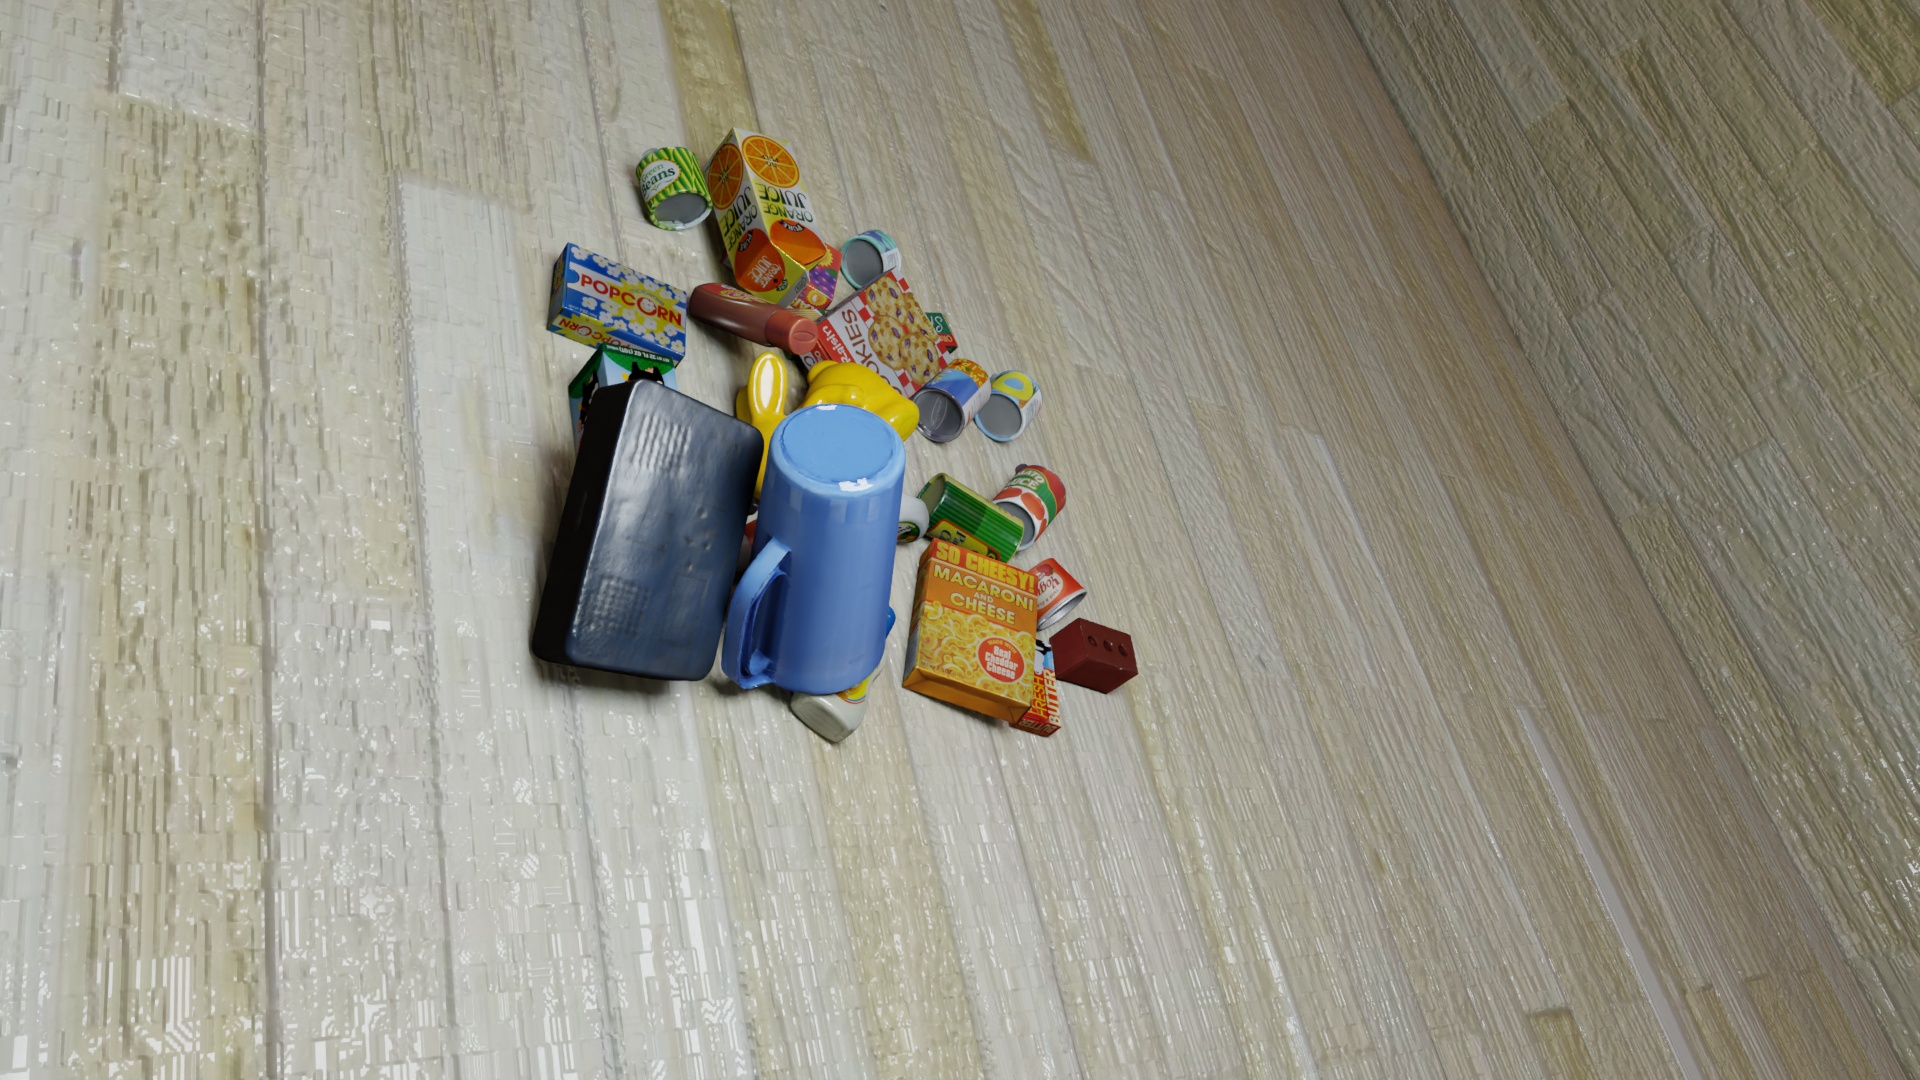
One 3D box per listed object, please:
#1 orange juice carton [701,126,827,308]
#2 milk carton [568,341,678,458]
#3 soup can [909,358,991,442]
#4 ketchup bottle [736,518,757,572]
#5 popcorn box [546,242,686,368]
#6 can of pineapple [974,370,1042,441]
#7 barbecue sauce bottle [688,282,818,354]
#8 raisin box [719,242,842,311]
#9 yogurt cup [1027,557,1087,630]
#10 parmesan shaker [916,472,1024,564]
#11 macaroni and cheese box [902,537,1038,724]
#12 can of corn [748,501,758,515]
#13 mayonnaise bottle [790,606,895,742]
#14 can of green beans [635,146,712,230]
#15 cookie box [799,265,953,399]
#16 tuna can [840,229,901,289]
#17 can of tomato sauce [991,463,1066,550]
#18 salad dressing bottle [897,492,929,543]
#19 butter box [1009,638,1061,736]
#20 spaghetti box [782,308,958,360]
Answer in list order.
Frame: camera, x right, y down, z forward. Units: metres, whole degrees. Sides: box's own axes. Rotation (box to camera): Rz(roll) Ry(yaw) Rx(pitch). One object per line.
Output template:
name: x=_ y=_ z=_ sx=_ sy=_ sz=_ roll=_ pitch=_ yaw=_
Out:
orange juice carton: x=-0.198 y=-0.324 z=1.433 sx=0.073 sy=0.071 sz=0.193 roll=2 pitch=60 yaw=-42
milk carton: x=-0.285 y=-0.071 z=1.208 sx=0.072 sy=0.073 sz=0.191 roll=9 pitch=55 yaw=-39
soup can: x=-0.013 y=-0.159 z=1.552 sx=0.071 sy=0.071 sz=0.084 roll=46 pitch=38 yaw=-7
ketchup bottle: x=-0.175 y=0.005 z=1.279 sx=0.149 sy=0.043 sz=0.065 roll=-11 pitch=66 yaw=-48
popcorn box: x=-0.323 y=-0.218 z=1.316 sx=0.127 sy=0.038 sz=0.085 roll=20 pitch=49 yaw=-33
can of pineapple: x=0.054 y=-0.157 z=1.616 sx=0.071 sy=0.070 sz=0.058 roll=46 pitch=39 yaw=-6
barbecue sauce bottle: x=-0.200 y=-0.217 z=1.364 sx=0.149 sy=0.043 sz=0.065 roll=25 pitch=17 yaw=39
raisin box: x=-0.194 y=-0.307 z=1.513 sx=0.123 sy=0.040 sz=0.086 roll=28 pitch=43 yaw=-24
yogurt cup: x=0.094 y=0.055 z=1.488 sx=0.073 sy=0.072 sz=0.054 roll=-20 pitch=67 yaw=-50
parmesan shaker: x=0.005 y=-0.018 z=1.460 sx=0.103 sy=0.071 sz=0.072 roll=30 pitch=43 yaw=-23
macaroni and cheese box: x=0.012 y=0.088 z=1.382 sx=0.124 sy=0.040 sz=0.167 roll=21 pitch=45 yaw=-15
can of corn: x=-0.223 y=-0.051 z=1.257 sx=0.071 sy=0.071 sz=0.058 roll=8 pitch=55 yaw=-41
mayonnaise bottle: x=-0.100 y=0.113 z=1.268 sx=0.064 sy=0.041 sz=0.149 roll=39 pitch=40 yaw=-11
can of green beans: x=-0.296 y=-0.363 z=1.435 sx=0.071 sy=0.071 sz=0.058 roll=0 pitch=61 yaw=-44
cookie box: x=-0.092 y=-0.204 z=1.489 sx=0.122 sy=0.040 sz=0.168 roll=58 pitch=44 yaw=-15
tuna can: x=-0.105 y=-0.321 z=1.591 sx=0.071 sy=0.070 sz=0.033 roll=52 pitch=39 yaw=1
can of tomato sauce: x=0.071 y=-0.038 z=1.535 sx=0.071 sy=0.071 sz=0.083 roll=47 pitch=39 yaw=-5
salad dressing bottle: x=-0.085 y=-0.033 z=1.357 sx=0.147 sy=0.064 sz=0.044 roll=23 pitch=61 yaw=-59
butter box: x=0.072 y=0.146 z=1.424 sx=0.053 sy=0.024 sz=0.104 roll=21 pitch=47 yaw=-31
spaghetti box: x=-0.101 y=-0.229 z=1.549 sx=0.251 sy=0.028 sz=0.050 roll=-8 pitch=67 yaw=-47
